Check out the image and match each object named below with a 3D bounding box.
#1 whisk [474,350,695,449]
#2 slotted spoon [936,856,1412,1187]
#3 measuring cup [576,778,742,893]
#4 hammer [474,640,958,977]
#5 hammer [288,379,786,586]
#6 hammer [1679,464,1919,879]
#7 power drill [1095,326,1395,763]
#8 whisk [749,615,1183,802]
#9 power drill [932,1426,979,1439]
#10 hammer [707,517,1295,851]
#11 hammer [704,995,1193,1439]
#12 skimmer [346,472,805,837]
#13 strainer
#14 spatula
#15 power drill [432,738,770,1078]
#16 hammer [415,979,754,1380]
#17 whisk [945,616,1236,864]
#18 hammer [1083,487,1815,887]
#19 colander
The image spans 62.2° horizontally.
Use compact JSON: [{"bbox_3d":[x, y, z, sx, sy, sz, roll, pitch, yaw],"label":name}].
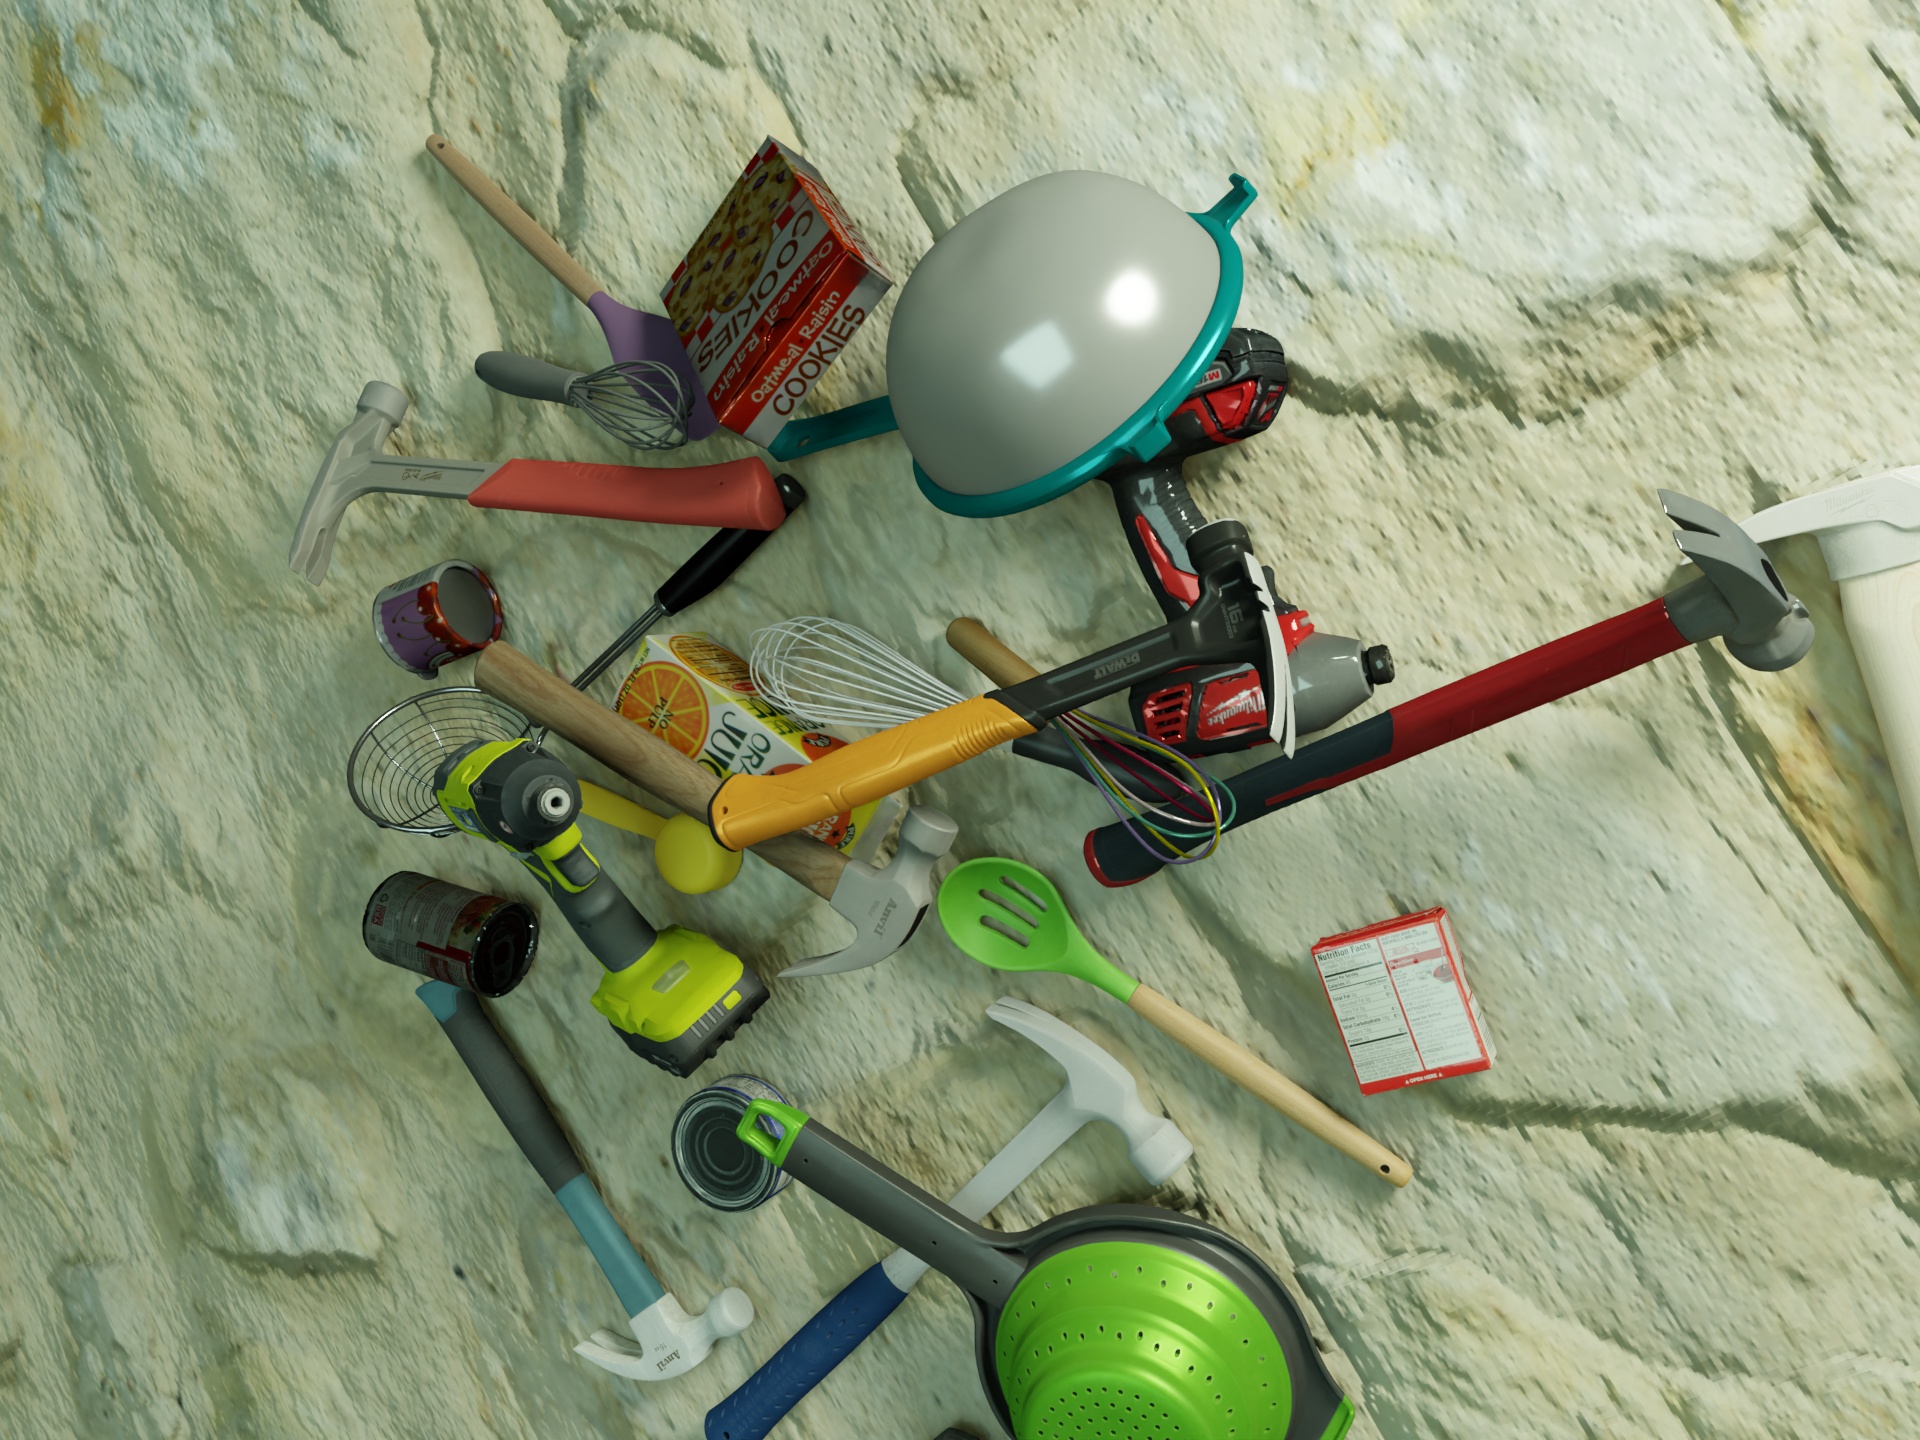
[{"bbox_3d":[-0.247,-0.213,1.016,0.239,0.055,0.055,21,104,41],"label":"whisk"},{"bbox_3d":[0.122,0.176,0.930,0.314,0.031,0.070,32,107,16],"label":"slotted spoon"},{"bbox_3d":[-0.219,0.071,1.069,0.156,0.029,0.062,20,103,19],"label":"measuring cup"},{"bbox_3d":[-0.164,0.043,0.960,0.331,0.031,0.130,29,106,18],"label":"hammer"},{"bbox_3d":[-0.278,-0.144,1.035,0.359,0.036,0.149,8,72,25],"label":"hammer"},{"bbox_3d":[0.471,0.086,0.760,0.146,0.038,0.410,-15,89,26],"label":"hammer"},{"bbox_3d":[0.146,-0.093,0.867,0.143,0.078,0.219,-13,93,26],"label":"power drill"},{"bbox_3d":[-0.002,-0.004,0.953,0.285,0.070,0.070,18,102,17],"label":"whisk"},{"bbox_3d":[0.043,0.552,0.977,0.226,0.084,0.185,47,111,8],"label":"power drill"},{"bbox_3d":[0.010,0.010,0.844,0.337,0.034,0.127,-21,60,21],"label":"hammer"},{"bbox_3d":[-0.038,0.342,1.013,0.144,0.035,0.405,47,111,13],"label":"hammer"},{"bbox_3d":[-0.255,-0.050,1.040,0.363,0.090,0.127,-39,49,20],"label":"skimmer"},{"bbox_3d":[-0.013,-0.209,0.871,0.340,0.095,0.211,-7,51,42],"label":"strainer"},{"bbox_3d":[-0.254,-0.294,1.050,0.060,0.018,0.316,-42,73,-15],"label":"spatula"},{"bbox_3d":[-0.222,0.108,0.973,0.223,0.080,0.171,55,156,-20],"label":"power drill"},{"bbox_3d":[-0.282,0.314,1.121,0.128,0.033,0.331,-41,78,21],"label":"hammer"},{"bbox_3d":[0.065,-0.001,0.882,0.051,0.047,0.245,-38,45,-11],"label":"whisk"},{"bbox_3d":[0.211,0.004,0.807,0.386,0.143,0.038,-27,55,34],"label":"hammer"},{"bbox_3d":[0.027,0.348,0.915,0.397,0.094,0.204,30,111,8],"label":"colander"}]
